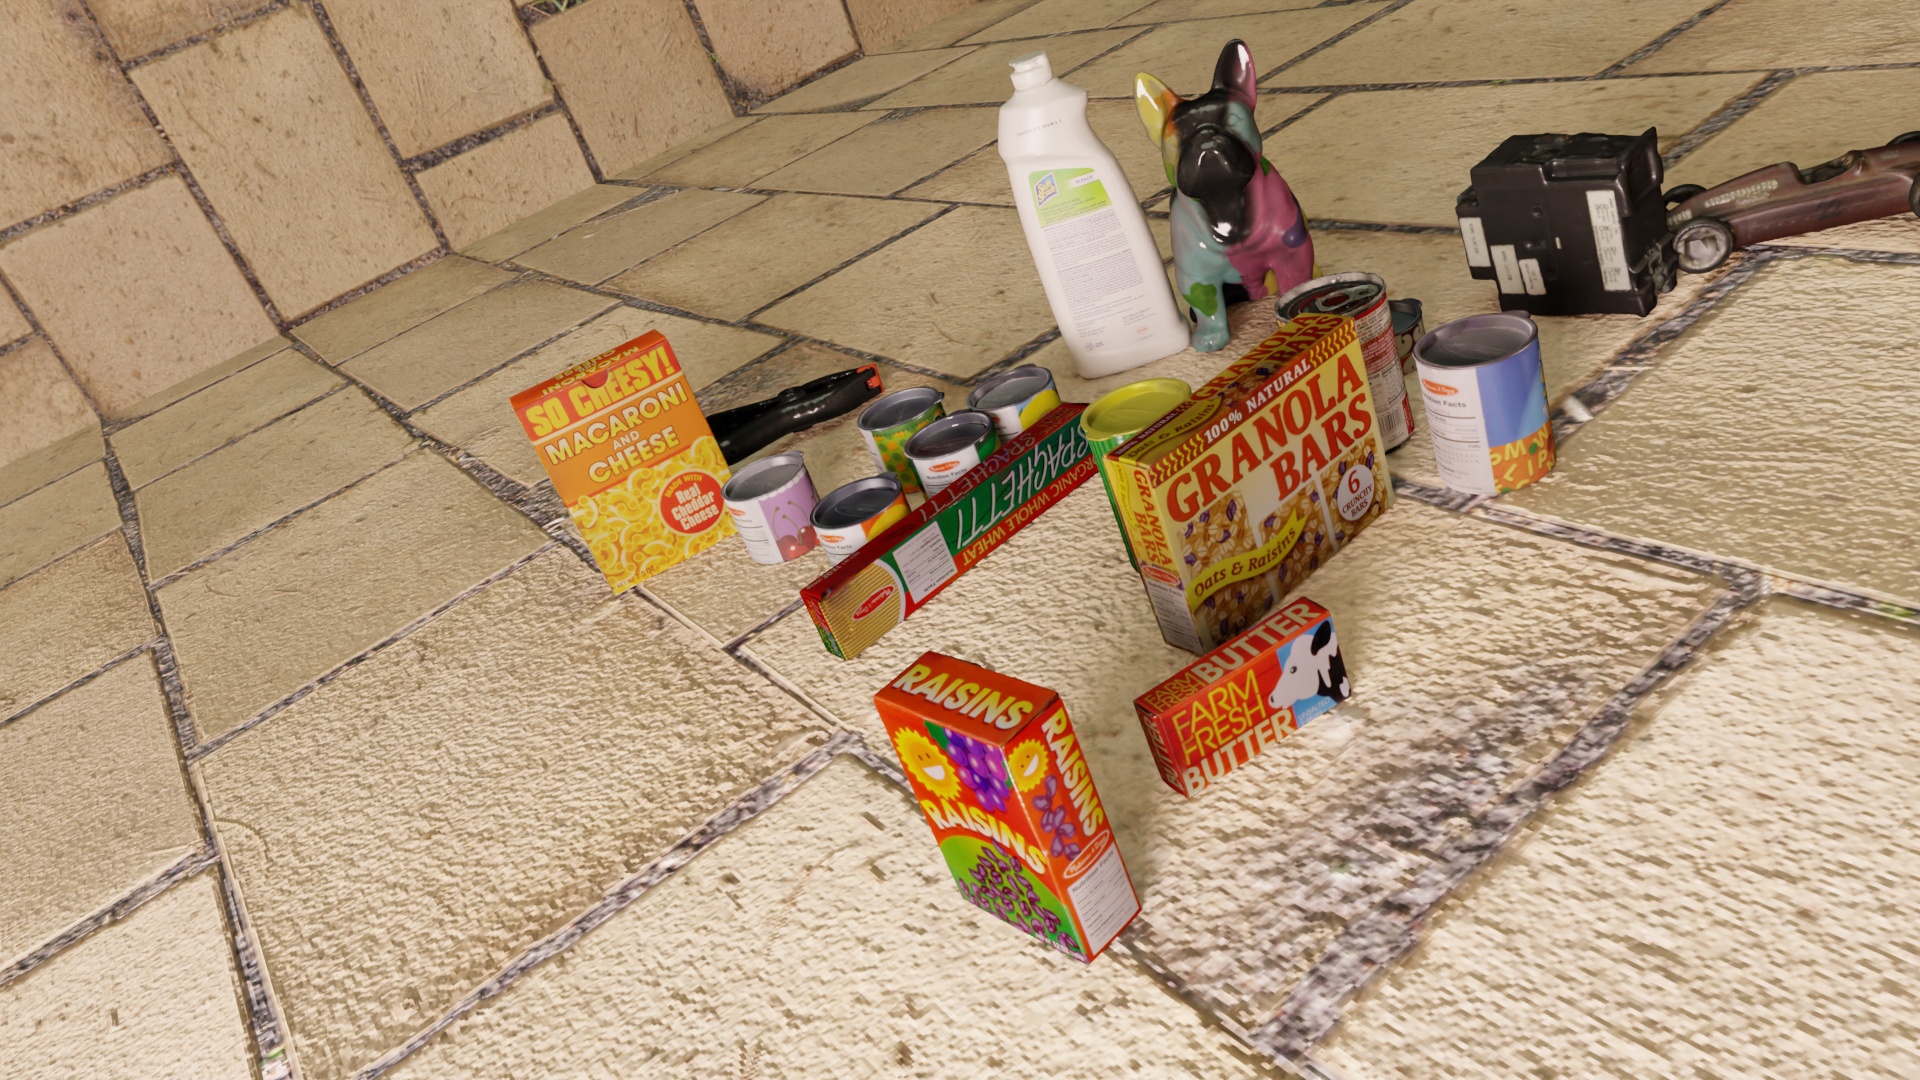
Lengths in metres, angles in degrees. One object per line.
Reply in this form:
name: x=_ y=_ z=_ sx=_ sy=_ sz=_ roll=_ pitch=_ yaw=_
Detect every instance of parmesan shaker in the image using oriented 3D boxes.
parmesan shaker: x=0.116 y=-0.035 z=0.824 sx=0.071 sy=0.102 sz=0.071 roll=-17 pitch=27 yaw=9

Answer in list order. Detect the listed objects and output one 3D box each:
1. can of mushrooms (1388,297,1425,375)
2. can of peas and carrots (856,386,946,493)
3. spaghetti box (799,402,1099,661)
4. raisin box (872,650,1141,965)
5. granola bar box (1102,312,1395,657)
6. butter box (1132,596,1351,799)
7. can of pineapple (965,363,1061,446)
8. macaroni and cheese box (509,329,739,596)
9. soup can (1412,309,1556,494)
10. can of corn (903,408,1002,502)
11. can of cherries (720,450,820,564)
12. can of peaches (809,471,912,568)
can of mushrooms: x=0.291 y=-0.139 z=0.965 sx=0.071 sy=0.033 sz=0.071 roll=-17 pitch=27 yaw=9
can of peas and carrots: x=-0.036 y=-0.077 z=1.060 sx=0.071 sy=0.058 sz=0.071 roll=-17 pitch=27 yaw=9
spaghetti box: x=0.003 y=-0.012 z=0.921 sx=0.251 sy=0.050 sz=0.029 roll=-37 pitch=30 yaw=-27
raisin box: x=0.021 y=0.113 z=0.600 sx=0.040 sy=0.123 sz=0.086 roll=-38 pitch=31 yaw=-29
granola bar box: x=0.162 y=-0.032 z=0.763 sx=0.166 sy=0.123 sz=0.039 roll=-35 pitch=30 yaw=-25
butter box: x=0.136 y=0.075 z=0.664 sx=0.104 sy=0.053 sz=0.024 roll=-29 pitch=28 yaw=-14
can of pineapple: x=0.046 y=-0.089 z=1.023 sx=0.071 sy=0.057 sz=0.071 roll=-17 pitch=27 yaw=9
macaroni and cheese box: x=-0.248 y=-0.059 z=1.061 sx=0.124 sy=0.165 sz=0.040 roll=-29 pitch=28 yaw=-14
soup can: x=0.302 y=-0.079 z=0.792 sx=0.071 sy=0.083 sz=0.072 roll=-17 pitch=27 yaw=9
can of corn: x=0.001 y=-0.052 z=0.987 sx=0.071 sy=0.058 sz=0.071 roll=-17 pitch=27 yaw=9
can of cherries: x=-0.135 y=-0.025 z=1.036 sx=0.071 sy=0.058 sz=0.072 roll=-17 pitch=27 yaw=9
can of peaches: x=-0.059 y=-0.004 z=0.944 sx=0.071 sy=0.057 sz=0.071 roll=-17 pitch=27 yaw=9
